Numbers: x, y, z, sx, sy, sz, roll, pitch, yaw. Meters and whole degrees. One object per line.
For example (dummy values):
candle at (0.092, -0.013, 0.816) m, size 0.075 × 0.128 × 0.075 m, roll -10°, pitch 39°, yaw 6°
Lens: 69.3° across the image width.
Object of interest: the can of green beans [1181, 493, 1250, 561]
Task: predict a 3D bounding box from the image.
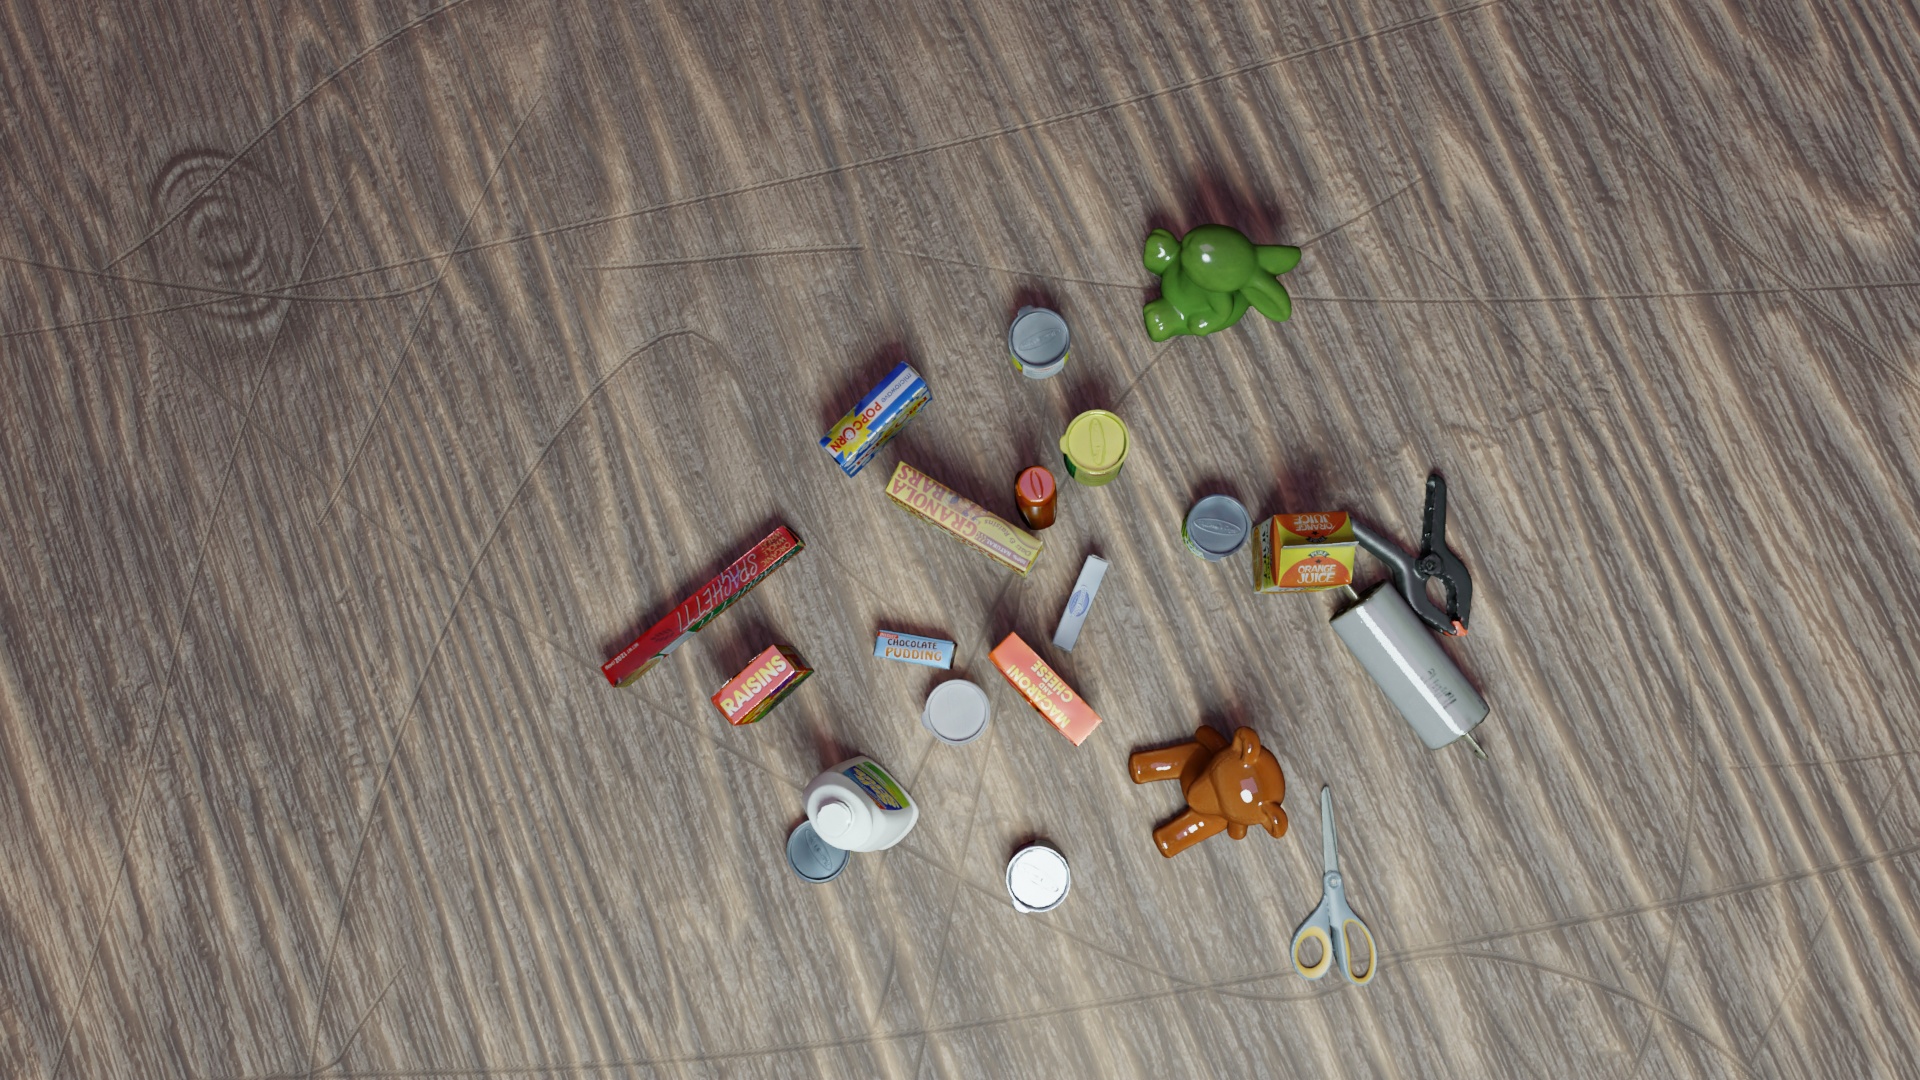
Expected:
can of green beans at (0.268, -0.013, 1.463) m, size 0.071 × 0.058 × 0.071 m, roll 0°, pitch 84°, yaw 3°

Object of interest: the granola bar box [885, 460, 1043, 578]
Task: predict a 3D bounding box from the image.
granola bar box at (0.005, -0.018, 1.443) m, size 0.165 × 0.124 × 0.039 m, roll 30°, pitch 87°, yaw 5°

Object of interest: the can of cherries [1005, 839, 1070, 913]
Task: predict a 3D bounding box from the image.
can of cherries at (0.078, 0.347, 1.434) m, size 0.071 × 0.058 × 0.071 m, roll 0°, pitch 84°, yaw 3°

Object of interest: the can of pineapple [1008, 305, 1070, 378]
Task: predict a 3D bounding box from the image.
can of pineapple at (0.085, -0.213, 1.492) m, size 0.071 × 0.058 × 0.071 m, roll 0°, pitch 84°, yaw 3°

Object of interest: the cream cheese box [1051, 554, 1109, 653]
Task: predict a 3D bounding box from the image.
cream cheese box at (0.126, 0.067, 1.464) m, size 0.024 × 0.053 × 0.104 m, roll 23°, pitch 86°, yaw 5°

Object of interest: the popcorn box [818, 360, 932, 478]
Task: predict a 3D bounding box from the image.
popcorn box at (-0.089, -0.128, 1.478) m, size 0.127 × 0.085 × 0.038 m, roll -44°, pitch 84°, yaw -2°

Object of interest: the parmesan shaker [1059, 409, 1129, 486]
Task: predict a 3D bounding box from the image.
parmesan shaker at (0.138, -0.095, 1.455) m, size 0.071 × 0.103 × 0.071 m, roll 0°, pitch 85°, yaw 3°

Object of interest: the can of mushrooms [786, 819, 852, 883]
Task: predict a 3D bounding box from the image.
can of mushrooms at (-0.145, 0.324, 1.460) m, size 0.071 × 0.033 × 0.071 m, roll 0°, pitch 84°, yaw 3°

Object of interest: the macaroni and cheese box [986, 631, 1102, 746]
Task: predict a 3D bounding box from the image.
macaroni and cheese box at (0.083, 0.149, 1.400) m, size 0.124 × 0.166 × 0.040 m, roll 45°, pitch 88°, yaw 6°

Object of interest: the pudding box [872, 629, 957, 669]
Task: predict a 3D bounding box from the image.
pudding box at (-0.047, 0.115, 1.469) m, size 0.084 × 0.049 × 0.030 m, roll 10°, pitch 85°, yaw 4°

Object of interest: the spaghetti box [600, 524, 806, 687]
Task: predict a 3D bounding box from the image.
spaghetti box at (-0.273, 0.070, 1.484) m, size 0.250 × 0.050 × 0.029 m, roll -38°, pitch 84°, yaw -1°

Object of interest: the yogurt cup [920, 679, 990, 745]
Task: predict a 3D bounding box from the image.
yogurt cup at (-0.002, 0.179, 1.458) m, size 0.072 × 0.054 × 0.072 m, roll 0°, pitch 84°, yaw 3°

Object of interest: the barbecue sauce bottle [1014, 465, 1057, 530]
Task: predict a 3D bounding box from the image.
barbecue sauce bottle at (0.078, -0.048, 1.430) m, size 0.044 × 0.148 × 0.065 m, roll -15°, pitch 84°, yaw 2°

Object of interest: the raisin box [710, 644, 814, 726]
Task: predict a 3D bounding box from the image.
raisin box at (-0.203, 0.148, 1.436) m, size 0.086 × 0.123 × 0.040 m, roll -41°, pitch 84°, yaw -1°

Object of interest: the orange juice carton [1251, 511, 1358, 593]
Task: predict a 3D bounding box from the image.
orange juice carton at (0.341, 0.012, 1.389) m, size 0.072 × 0.192 × 0.073 m, roll -2°, pitch 85°, yaw 3°
